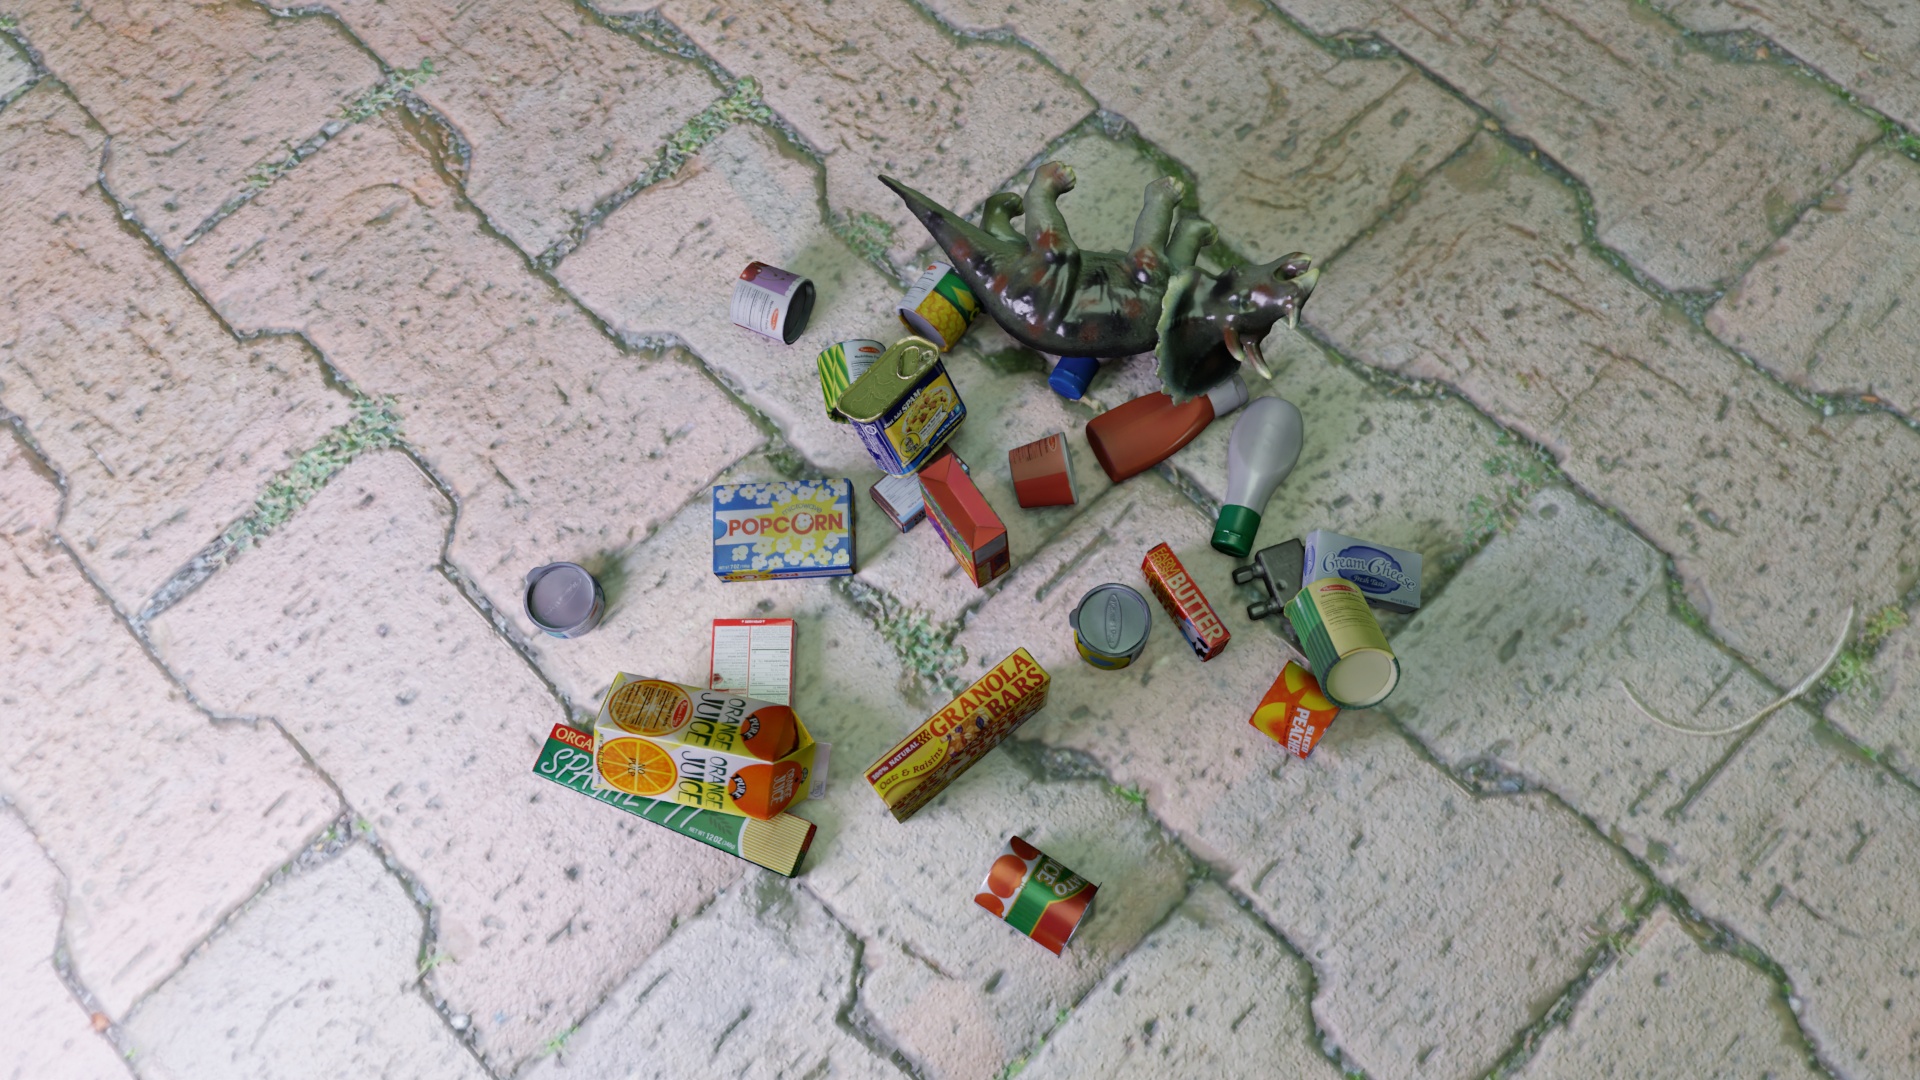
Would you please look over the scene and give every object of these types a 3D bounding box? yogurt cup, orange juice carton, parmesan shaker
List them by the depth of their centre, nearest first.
[{"bbox_3d":[0.319,0.087,1.168,0.071,0.071,0.103,-6,31,1],"label":"parmesan shaker"},{"bbox_3d":[-0.206,0.177,1.170,0.193,0.071,0.073,12,36,-1],"label":"orange juice carton"},{"bbox_3d":[0.075,-0.061,1.262,0.054,0.072,0.072,-12,72,7],"label":"yogurt cup"}]

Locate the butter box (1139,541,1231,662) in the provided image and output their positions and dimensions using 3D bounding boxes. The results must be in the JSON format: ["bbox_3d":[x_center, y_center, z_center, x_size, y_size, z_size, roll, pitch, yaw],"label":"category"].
[{"bbox_3d":[0.197,0.055,1.223,0.024,0.053,0.103,-30,73,-9],"label":"butter box"}]

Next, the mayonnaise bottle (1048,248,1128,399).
[{"bbox_3d":[0.134,-0.203,1.319,0.065,0.041,0.148,28,76,12],"label":"mayonnaise bottle"}]

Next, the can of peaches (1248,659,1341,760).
[{"bbox_3d":[0.285,0.145,1.181,0.058,0.071,0.071,34,77,13],"label":"can of peaches"}]

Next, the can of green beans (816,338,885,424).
[{"bbox_3d":[-0.097,-0.147,1.296,0.071,0.071,0.058,-11,73,-1],"label":"can of green beans"}]

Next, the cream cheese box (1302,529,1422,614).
[{"bbox_3d":[0.355,0.028,1.227,0.104,0.024,0.053,13,71,-10],"label":"cream cheese box"}]

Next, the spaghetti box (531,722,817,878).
[{"bbox_3d":[-0.249,0.223,1.200,0.250,0.028,0.050,20,73,8],"label":"spaghetti box"}]

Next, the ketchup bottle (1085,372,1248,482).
[{"bbox_3d":[0.193,-0.112,1.283,0.149,0.043,0.065,-26,74,-6],"label":"ketchup bottle"}]

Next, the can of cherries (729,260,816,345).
[{"bbox_3d":[-0.179,-0.228,1.329,0.058,0.071,0.071,21,74,10],"label":"can of cherries"}]

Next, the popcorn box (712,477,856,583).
[{"bbox_3d":[-0.160,-0.009,1.268,0.127,0.038,0.085,-3,73,1],"label":"popcorn box"}]

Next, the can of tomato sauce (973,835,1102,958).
[{"bbox_3d":[0.063,0.291,1.143,0.083,0.071,0.071,30,76,12],"label":"can of tomato sauce"}]

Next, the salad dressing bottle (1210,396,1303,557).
[{"bbox_3d":[0.267,-0.058,1.263,0.064,0.044,0.148,20,75,8],"label":"salad dressing bottle"}]

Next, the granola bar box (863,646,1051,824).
[{"bbox_3d":[-0.001,0.164,1.159,0.166,0.124,0.039,-38,76,-10],"label":"granola bar box"}]

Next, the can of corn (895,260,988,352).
[{"bbox_3d":[-0.017,-0.220,1.318,0.071,0.071,0.058,36,78,13],"label":"can of corn"}]

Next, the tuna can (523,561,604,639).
[{"bbox_3d":[-0.360,0.053,1.259,0.071,0.032,0.071,-1,72,2],"label":"tuna can"}]

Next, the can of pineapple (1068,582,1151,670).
[{"bbox_3d":[0.131,0.076,1.216,0.071,0.057,0.071,-1,72,2],"label":"can of pineapple"}]

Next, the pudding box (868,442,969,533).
[{"bbox_3d":[-0.037,-0.052,1.281,0.084,0.030,0.050,-41,74,-10],"label":"pudding box"}]

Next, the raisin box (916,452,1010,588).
[{"bbox_3d":[0.004,-0.015,1.218,0.040,0.123,0.086,-34,74,-7],"label":"raisin box"}]
